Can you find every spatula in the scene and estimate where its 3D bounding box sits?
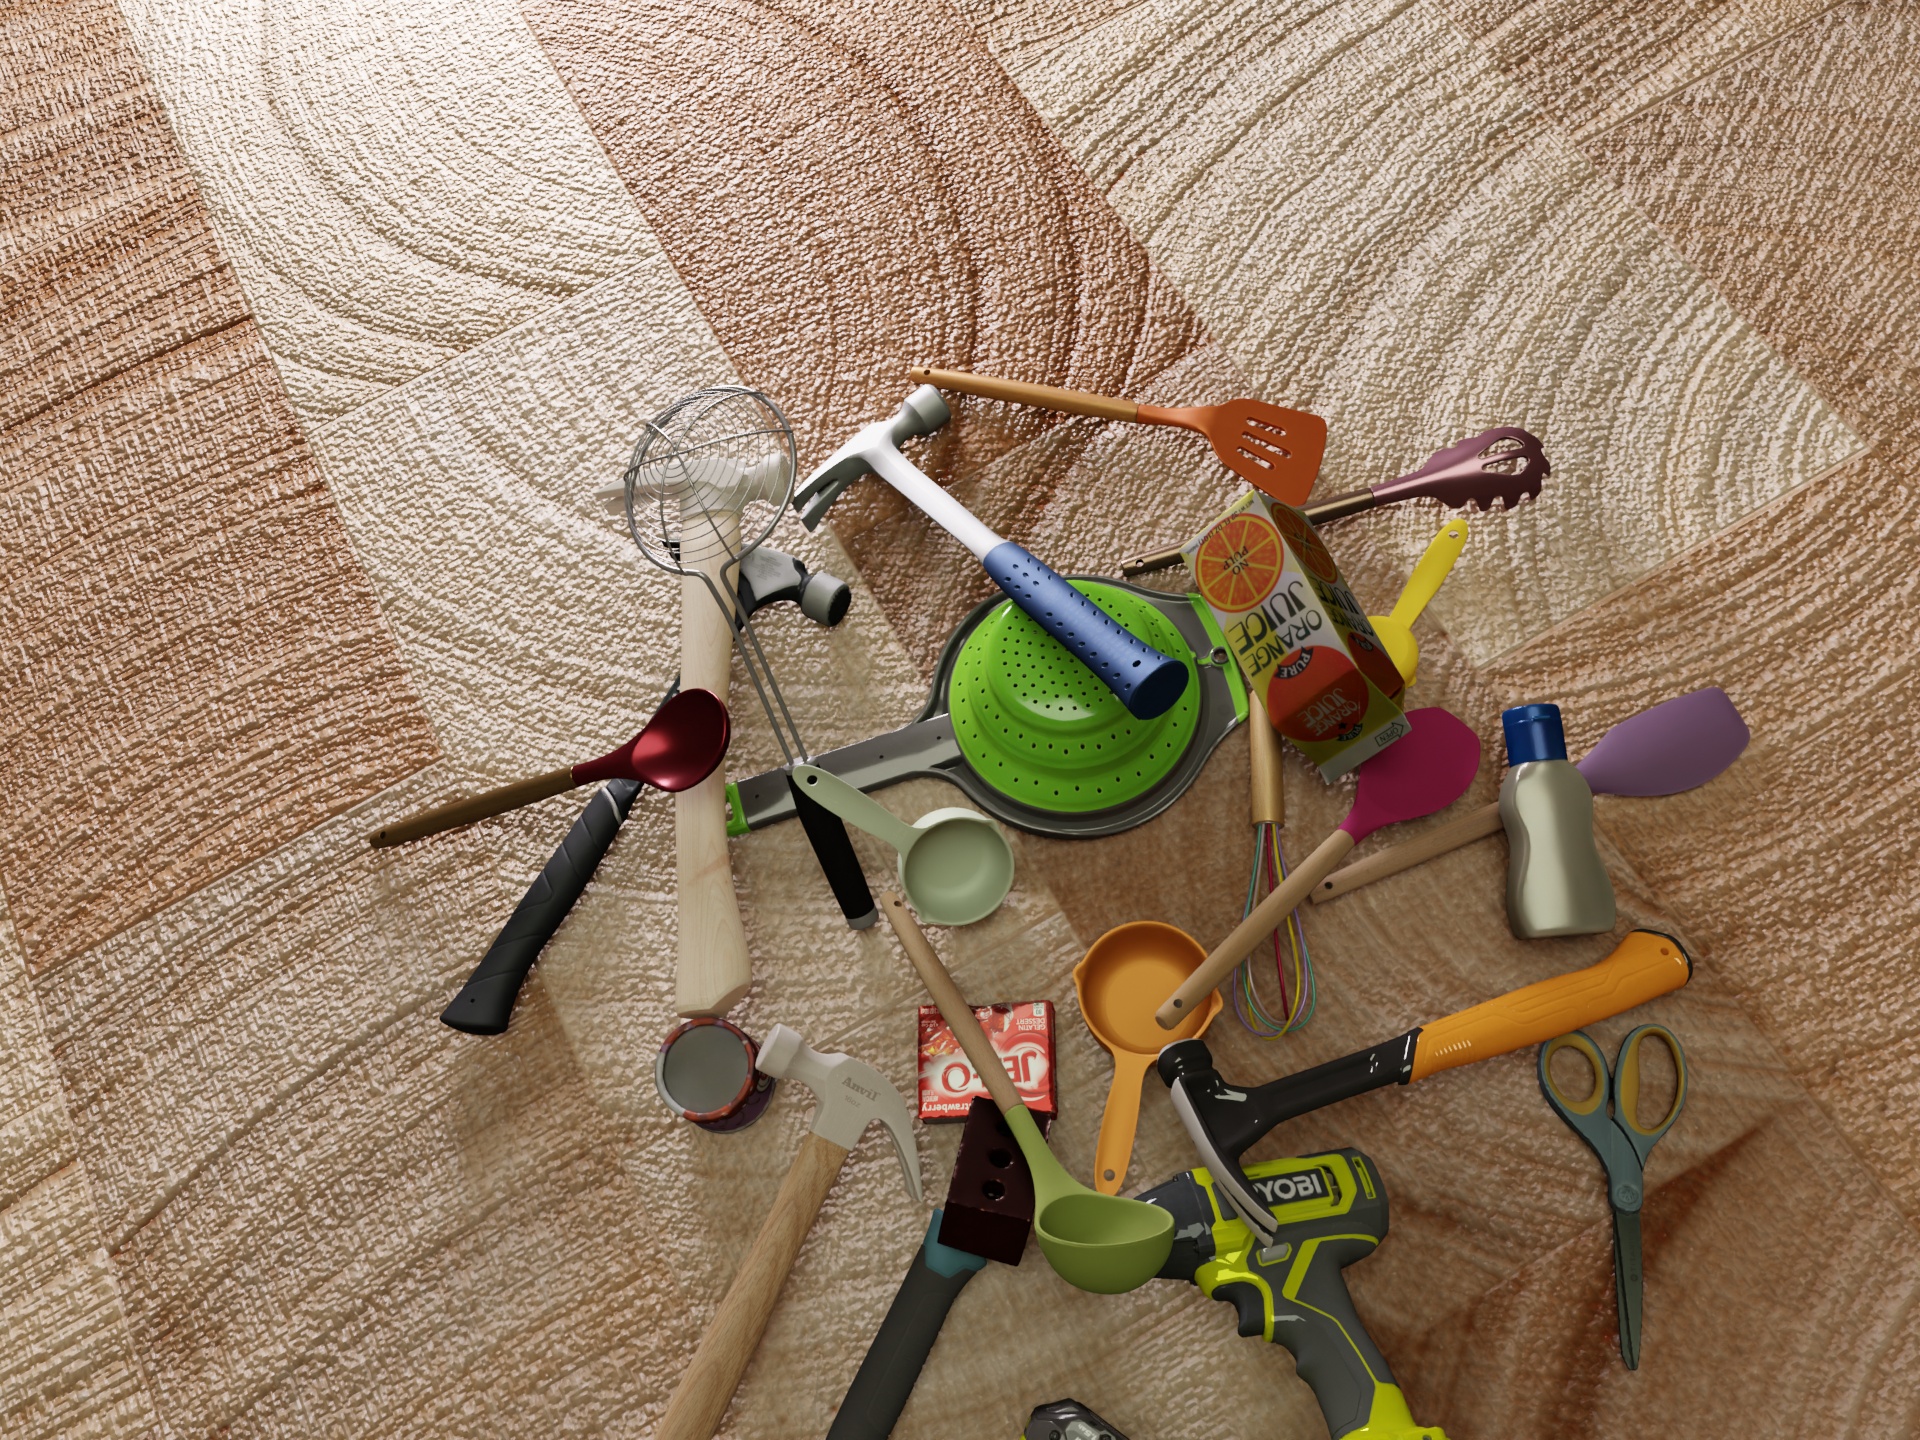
[{"bbox_3d":[0.375,0.057,1.052,0.316,0.018,0.060,-22,70,-3],"label":"spatula"},{"bbox_3d":[0.113,-0.232,1.210,0.323,0.041,0.081,14,72,18],"label":"spatula"}]

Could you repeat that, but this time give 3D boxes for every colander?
[{"bbox_3d":[-0.002,-0.003,1.086,0.397,0.094,0.205,-18,66,0],"label":"colander"}]

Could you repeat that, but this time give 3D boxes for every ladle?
[{"bbox_3d":[0.025,0.209,0.965,0.078,0.062,0.321,-3,40,-32],"label":"ladle"},{"bbox_3d":[-0.284,0.046,1.092,0.315,0.031,0.069,-17,65,22],"label":"ladle"}]

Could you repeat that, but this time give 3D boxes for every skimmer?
[{"bbox_3d":[-0.117,-0.037,1.048,0.127,0.090,0.363,-13,109,22],"label":"skimmer"}]

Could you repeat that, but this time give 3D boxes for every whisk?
[{"bbox_3d":[0.206,0.089,1.046,0.051,0.047,0.245,2,65,3],"label":"whisk"}]

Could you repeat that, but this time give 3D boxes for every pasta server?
[{"bbox_3d":[0.270,-0.151,1.150,0.316,0.040,0.060,-16,79,6],"label":"pasta server"}]

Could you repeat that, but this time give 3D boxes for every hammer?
[{"bbox_3d":[-0.129,0.362,0.964,0.130,0.031,0.331,28,78,-10],"label":"hammer"},{"bbox_3d":[-0.073,0.450,0.936,0.128,0.033,0.331,24,72,15],"label":"hammer"},{"bbox_3d":[-0.242,0.041,1.133,0.149,0.036,0.409,25,73,18],"label":"hammer"},{"bbox_3d":[0.295,0.200,0.953,0.337,0.034,0.127,-17,47,-13],"label":"hammer"},{"bbox_3d":[-0.187,0.002,1.103,0.146,0.038,0.411,-7,66,8],"label":"hammer"},{"bbox_3d":[0.016,-0.112,1.080,0.144,0.035,0.406,-37,43,-6],"label":"hammer"}]

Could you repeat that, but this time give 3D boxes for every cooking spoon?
[{"bbox_3d":[0.231,0.091,1.018,0.069,0.017,0.319,42,62,18],"label":"cooking spoon"}]

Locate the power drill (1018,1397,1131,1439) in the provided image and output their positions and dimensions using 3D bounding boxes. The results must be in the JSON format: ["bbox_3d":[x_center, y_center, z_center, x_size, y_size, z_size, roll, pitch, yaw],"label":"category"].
[{"bbox_3d":[0.030,0.497,0.869,0.190,0.080,0.228,34,75,11],"label":"power drill"}]

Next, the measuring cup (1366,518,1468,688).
[{"bbox_3d":[0.316,-0.085,1.113,0.062,0.029,0.156,30,76,18],"label":"measuring cup"}]

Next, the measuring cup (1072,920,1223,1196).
[{"bbox_3d":[0.110,0.215,1.003,0.095,0.052,0.174,10,71,12],"label":"measuring cup"}]

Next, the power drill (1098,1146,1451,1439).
[{"bbox_3d":[0.177,0.352,0.881,0.171,0.080,0.223,-8,43,-6],"label":"power drill"}]

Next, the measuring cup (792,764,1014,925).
[{"bbox_3d":[-0.041,0.071,1.048,0.167,0.038,0.083,33,95,-16],"label":"measuring cup"}]
